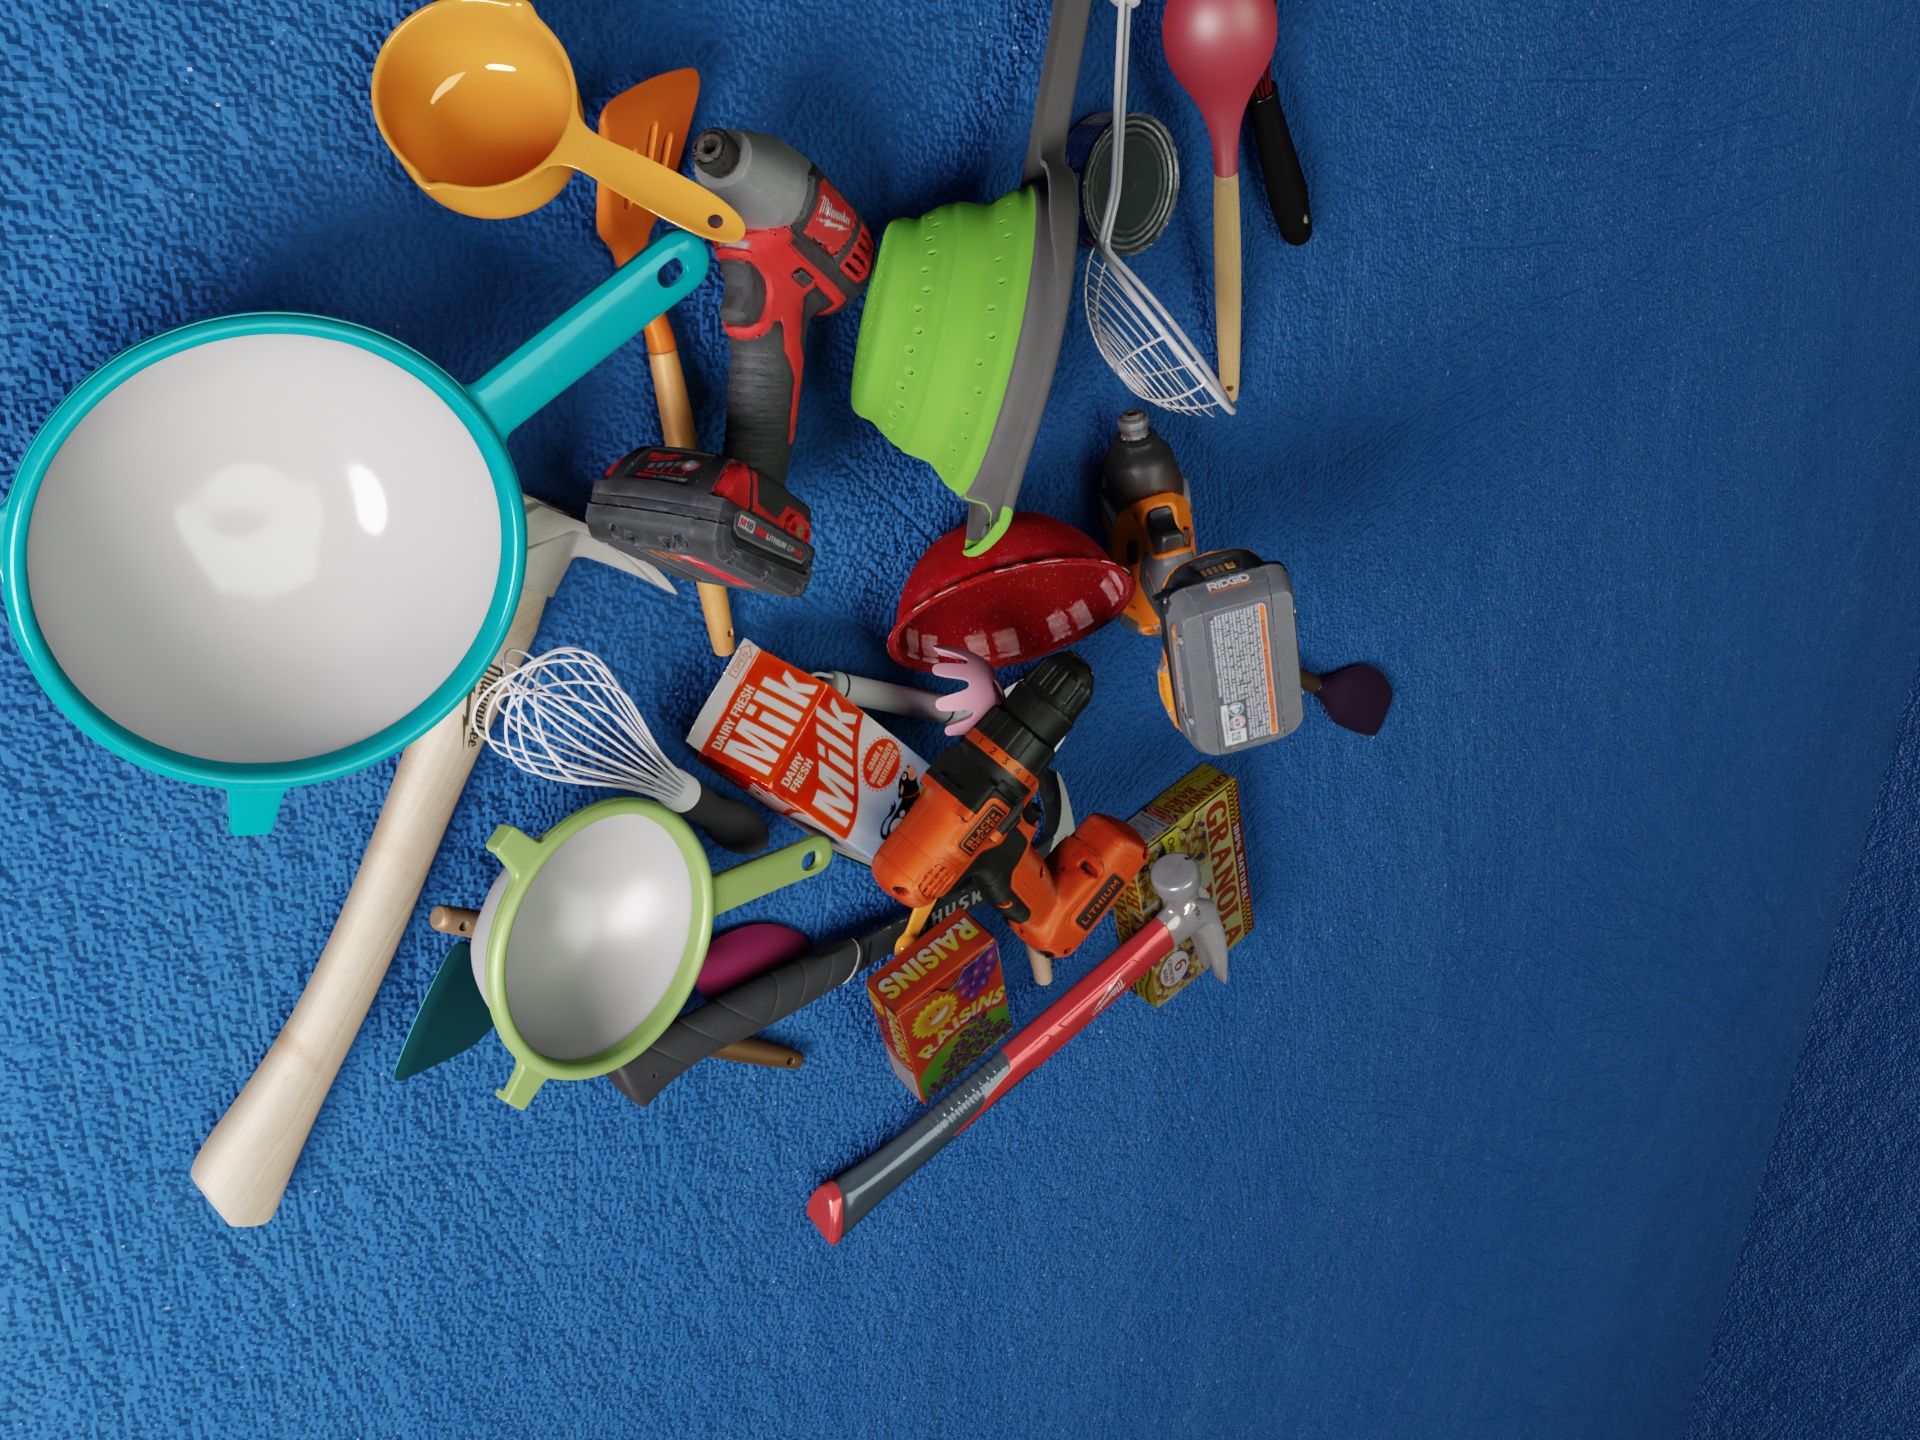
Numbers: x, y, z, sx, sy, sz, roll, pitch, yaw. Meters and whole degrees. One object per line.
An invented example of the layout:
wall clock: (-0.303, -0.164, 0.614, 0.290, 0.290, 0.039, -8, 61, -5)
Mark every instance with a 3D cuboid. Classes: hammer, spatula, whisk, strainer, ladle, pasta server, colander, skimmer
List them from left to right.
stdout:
strainer: (-0.263, -0.124, 0.720, 0.340, 0.095, 0.210, -43, 132, -15)
hammer: (-0.290, 0.077, 0.842, 0.146, 0.038, 0.410, 22, 94, -47)
spatula: (-0.203, 0.192, 0.971, 0.317, 0.044, 0.082, 25, 90, -47)
strainer: (-0.176, 0.099, 0.888, 0.256, 0.069, 0.151, -18, 115, -53)
whisk: (-0.173, 0.029, 0.880, 0.070, 0.070, 0.284, -56, 153, -7)
spatula: (-0.148, -0.174, 0.851, 0.081, 0.041, 0.322, -50, 142, -47)
hammer: (-0.061, 0.149, 1.065, 0.409, 0.036, 0.149, -22, 121, -40)
strainer: (-0.002, -0.003, 1.066, 0.258, 0.050, 0.087, 12, 120, -42)
colander: (0.007, -0.297, 0.899, 0.094, 0.204, 0.397, 11, 85, -10)
pasta server: (0.028, 0.075, 1.074, 0.040, 0.060, 0.315, -7, 131, 7)
hammer: (0.049, 0.265, 1.210, 0.386, 0.038, 0.143, -38, 134, -15)
skimmer: (0.123, -0.362, 0.931, 0.127, 0.090, 0.363, -17, 109, -71)
ladle: (0.174, -0.338, 1.048, 0.315, 0.069, 0.031, 77, 13, -48)
whisk: (0.191, -0.427, 1.038, 0.073, 0.073, 0.295, -50, 140, -13)
spatula: (0.284, -0.038, 1.332, 0.315, 0.018, 0.060, 14, 98, -47)

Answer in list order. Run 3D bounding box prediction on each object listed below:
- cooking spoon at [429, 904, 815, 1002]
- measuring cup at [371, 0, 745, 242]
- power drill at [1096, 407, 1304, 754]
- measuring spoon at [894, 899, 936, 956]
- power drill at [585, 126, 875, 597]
cooking spoon: (-0.188, 0.141, 0.957, 0.318, 0.017, 0.069, 24, 92, -53)
measuring cup: (-0.176, -0.252, 0.719, 0.173, 0.052, 0.095, 27, 85, -5)
power drill: (0.146, -0.098, 1.041, 0.084, 0.227, 0.164, -15, 123, -3)
measuring spoon: (-0.013, 0.108, 1.065, 0.021, 0.011, 0.117, 31, 83, -48)
power drill: (-0.111, -0.184, 0.811, 0.143, 0.078, 0.220, 25, 77, -68)
